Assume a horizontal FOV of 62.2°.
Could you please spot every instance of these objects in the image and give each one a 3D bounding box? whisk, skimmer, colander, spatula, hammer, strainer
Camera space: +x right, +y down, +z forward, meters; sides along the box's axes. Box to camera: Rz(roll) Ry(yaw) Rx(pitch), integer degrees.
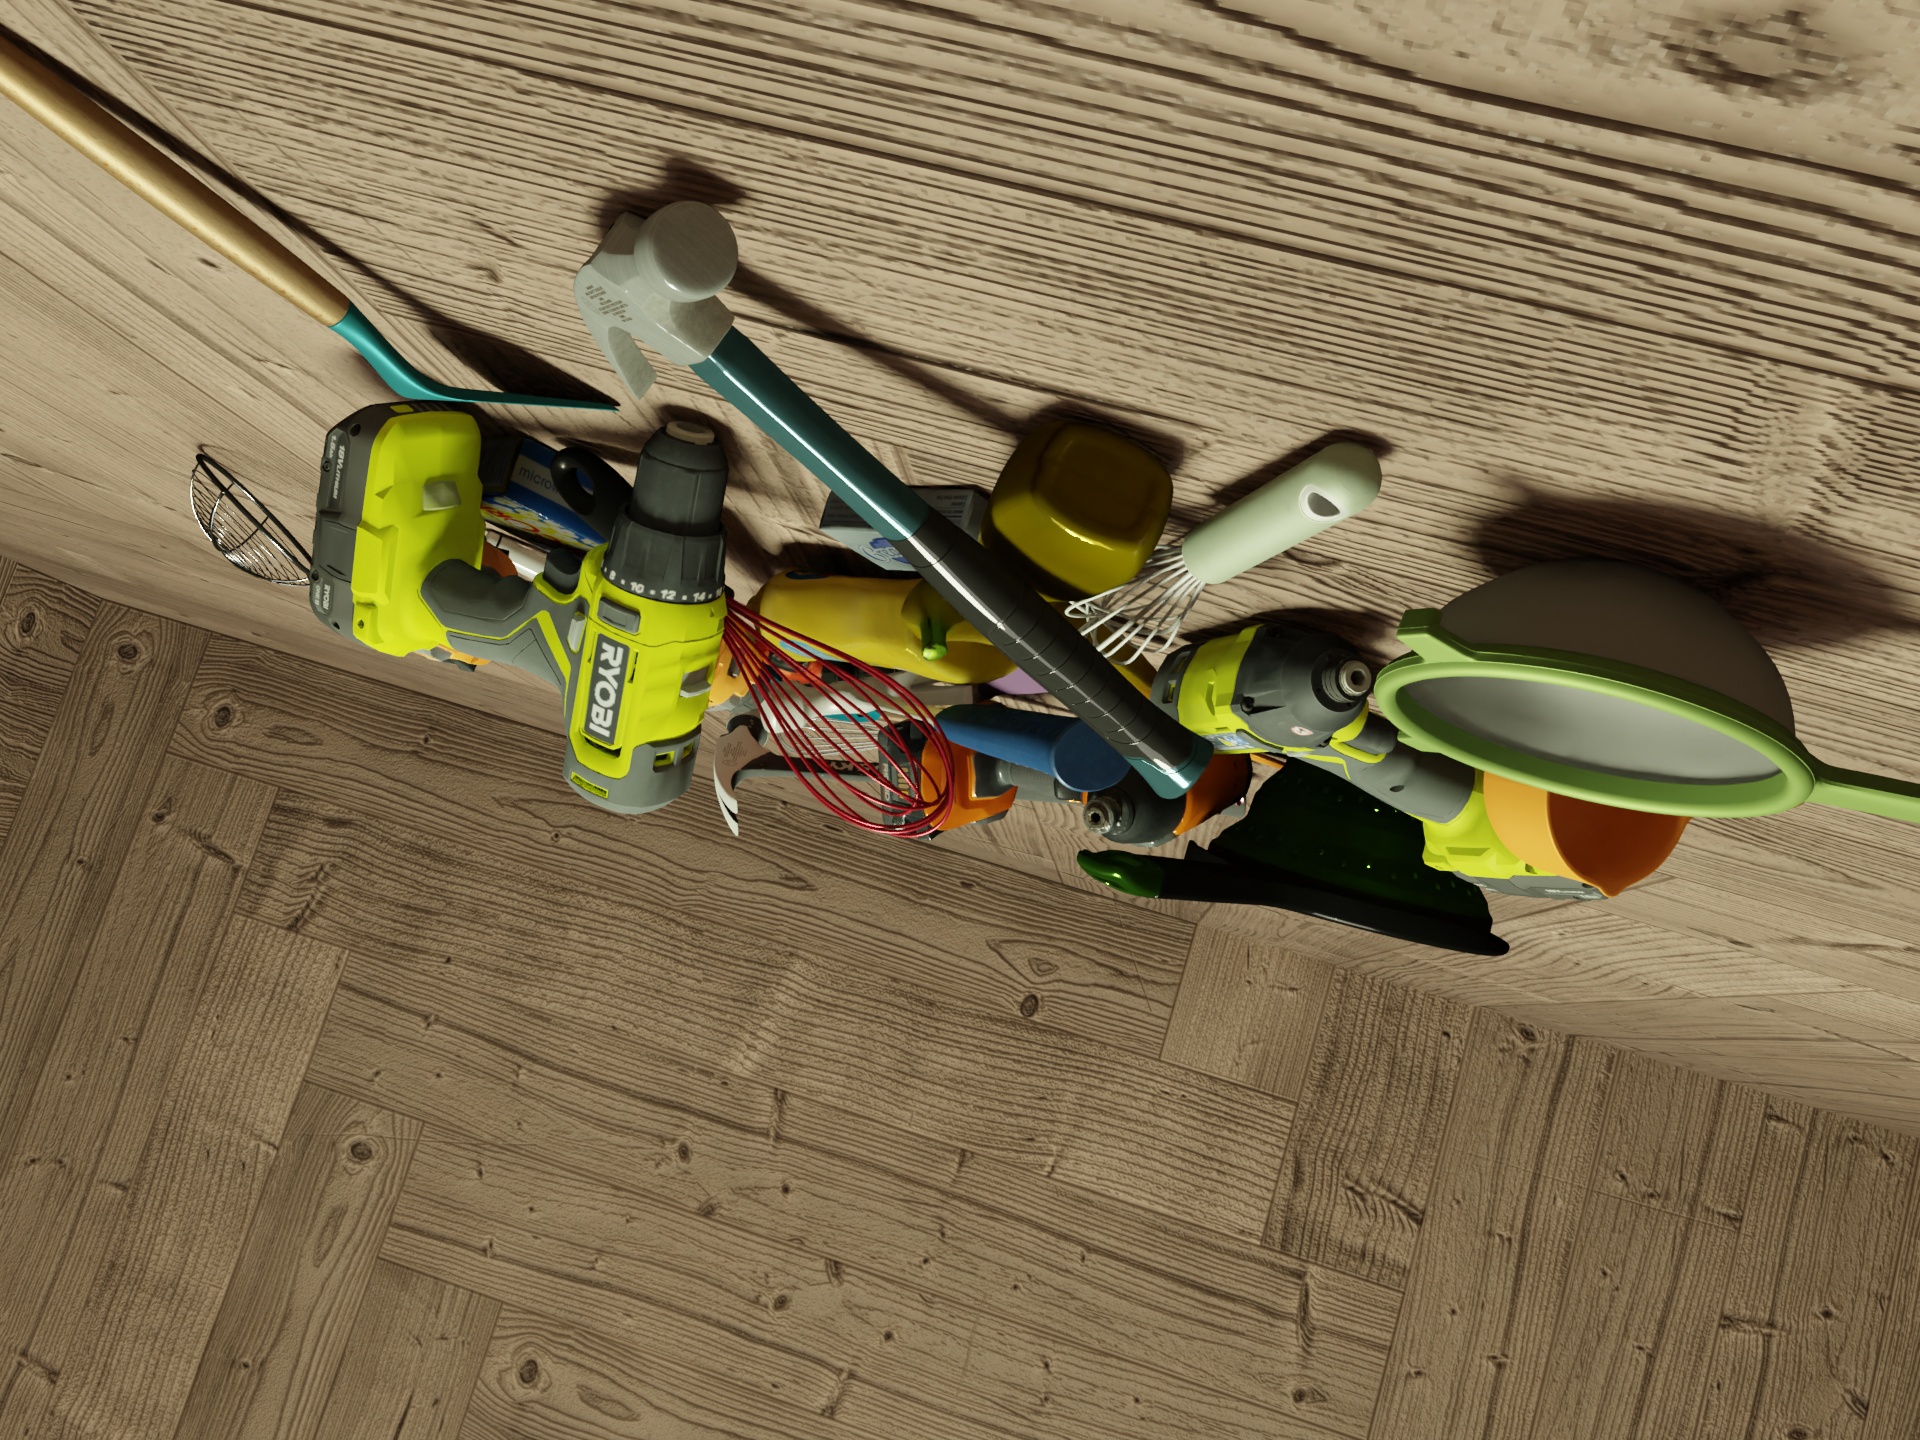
[{"bbox_3d":[0.098,-0.066,0.641,0.057,0.059,0.246,36,163,-9],"label":"whisk"},{"bbox_3d":[-0.412,-0.135,1.245,0.363,0.090,0.127,8,177,-8],"label":"skimmer"},{"bbox_3d":[0.199,0.063,0.934,0.205,0.094,0.396,16,-177,39],"label":"colander"},{"bbox_3d":[0.016,-0.020,1.170,0.059,0.018,0.316,18,170,-12],"label":"spatula"},{"bbox_3d":[-0.011,-0.068,0.610,0.330,0.033,0.128,40,168,-29],"label":"hammer"},{"bbox_3d":[0.012,0.046,1.214,0.409,0.036,0.149,4,-150,3],"label":"hammer"},{"bbox_3d":[-0.270,-0.191,0.646,0.082,0.044,0.317,12,165,32],"label":"spatula"},{"bbox_3d":[-0.001,-0.003,0.908,0.144,0.035,0.406,-9,-172,-19],"label":"hammer"},{"bbox_3d":[-0.259,-0.087,1.213,0.258,0.050,0.087,27,-148,-23],"label":"strainer"},{"bbox_3d":[-0.044,0.008,1.362,0.285,0.070,0.070,7,168,27],"label":"whisk"},{"bbox_3d":[-0.112,-0.047,0.820,0.296,0.073,0.073,42,178,16],"label":"whisk"},{"bbox_3d":[0.281,-0.008,0.558,0.256,0.069,0.151,13,168,19],"label":"strainer"}]

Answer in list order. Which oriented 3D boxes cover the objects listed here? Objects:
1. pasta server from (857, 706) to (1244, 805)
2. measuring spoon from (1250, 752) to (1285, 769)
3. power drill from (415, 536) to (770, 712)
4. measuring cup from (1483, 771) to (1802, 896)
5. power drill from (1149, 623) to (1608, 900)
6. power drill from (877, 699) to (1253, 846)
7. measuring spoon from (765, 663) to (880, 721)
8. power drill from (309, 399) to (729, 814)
[{"bbox_3d":[0.055,0.018,1.181,0.316,0.040,0.060,9,-176,16],"label":"pasta server"},{"bbox_3d":[0.229,0.029,1.102,0.117,0.011,0.021,19,173,13],"label":"measuring spoon"},{"bbox_3d":[-0.230,-0.055,0.973,0.226,0.084,0.185,13,174,10],"label":"power drill"},{"bbox_3d":[0.319,0.029,0.742,0.173,0.095,0.052,1,-175,-26],"label":"measuring cup"},{"bbox_3d":[0.226,0.017,0.810,0.223,0.080,0.171,23,171,-15],"label":"power drill"},{"bbox_3d":[0.057,0.039,1.049,0.226,0.084,0.164,3,-168,33],"label":"power drill"},{"bbox_3d":[-0.109,-0.020,1.109,0.128,0.021,0.042,13,139,-39],"label":"measuring spoon"},{"bbox_3d":[-0.215,-0.081,0.802,0.229,0.190,0.080,24,-156,22],"label":"power drill"}]
